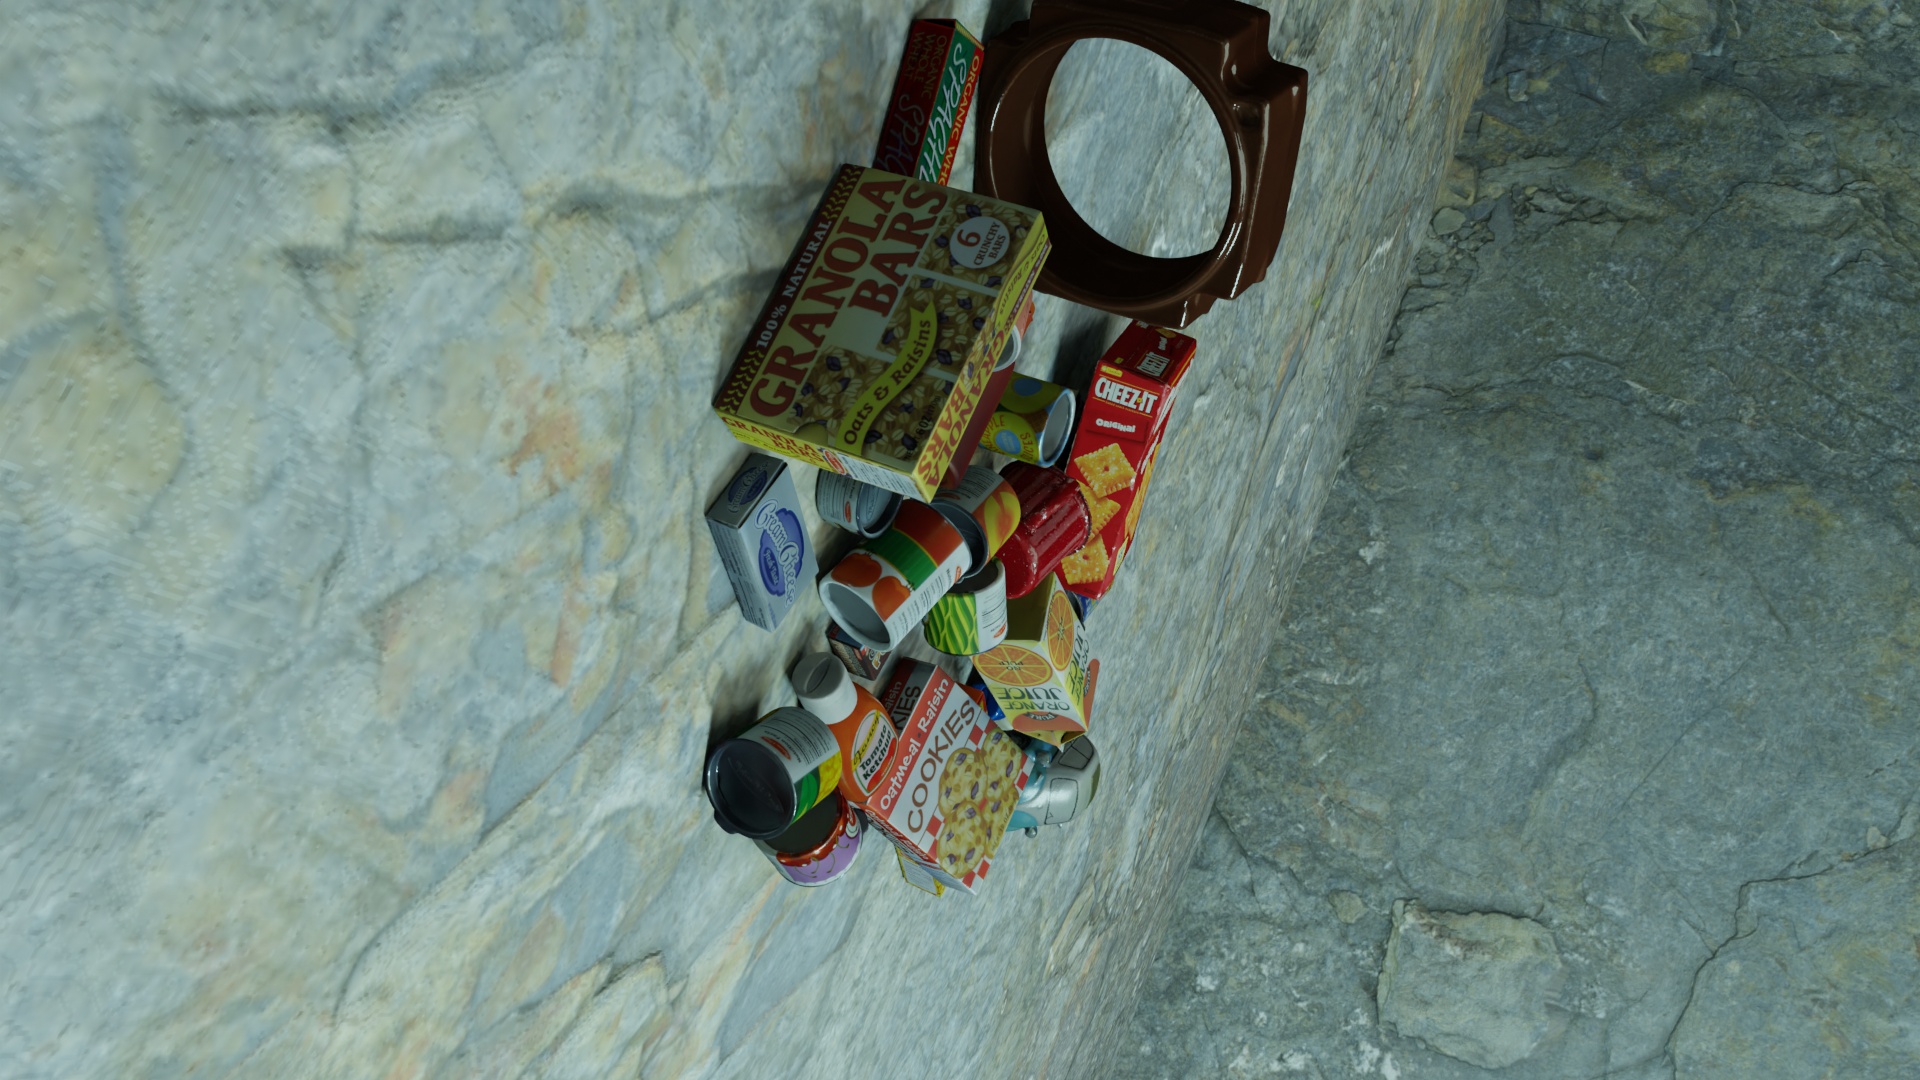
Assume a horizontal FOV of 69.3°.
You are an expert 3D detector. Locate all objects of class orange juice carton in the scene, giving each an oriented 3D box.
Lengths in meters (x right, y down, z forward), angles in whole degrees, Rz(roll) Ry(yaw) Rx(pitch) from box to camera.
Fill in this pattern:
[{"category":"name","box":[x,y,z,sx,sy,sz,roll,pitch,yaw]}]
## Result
[{"category":"orange juice carton","box":[0.070,0.109,1.217,0.192,0.073,0.072,61,35,-47]}]

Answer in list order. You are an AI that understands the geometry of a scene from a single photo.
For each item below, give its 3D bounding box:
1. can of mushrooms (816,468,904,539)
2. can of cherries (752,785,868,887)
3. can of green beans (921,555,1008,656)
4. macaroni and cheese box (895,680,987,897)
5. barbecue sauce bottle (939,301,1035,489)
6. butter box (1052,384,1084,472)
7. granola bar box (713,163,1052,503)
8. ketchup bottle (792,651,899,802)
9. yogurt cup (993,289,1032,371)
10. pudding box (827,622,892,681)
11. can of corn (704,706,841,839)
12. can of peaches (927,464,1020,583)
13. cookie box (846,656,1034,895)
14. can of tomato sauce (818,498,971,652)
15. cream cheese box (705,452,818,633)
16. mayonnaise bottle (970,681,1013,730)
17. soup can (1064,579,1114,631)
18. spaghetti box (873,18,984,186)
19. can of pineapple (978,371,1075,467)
[{"category":"can of mushrooms","box":[-0.061,-0.037,0.893,0.071,0.033,0.070,-50,150,-43]},{"category":"can of cherries","box":[-0.102,0.191,0.935,0.072,0.071,0.058,-61,156,-25]},{"category":"can of green beans","box":[0.002,0.047,1.071,0.071,0.071,0.057,-48,143,-46]},{"category":"macaroni and cheese box","box":[-0.014,0.219,1.219,0.124,0.040,0.165,-57,155,-32]},{"category":"barbecue sauce bottle","box":[0.009,-0.113,0.989,0.149,0.044,0.064,-64,158,-20]},{"category":"butter box","box":[0.079,-0.080,1.219,0.104,0.024,0.053,-66,158,-14]},{"category":"granola bar box","box":[-0.041,-0.116,0.749,0.166,0.124,0.039,-65,158,-16]},{"category":"ketchup bottle","box":[-0.082,0.127,0.967,0.065,0.043,0.148,-61,156,-25]},{"category":"yogurt cup","box":[0.016,-0.156,0.943,0.072,0.072,0.054,82,25,-50]},{"category":"pudding box","box":[-0.058,0.050,0.980,0.084,0.030,0.049,-60,156,-27]},{"category":"can of corn","box":[-0.117,0.145,0.866,0.058,0.071,0.071,-30,135,-60]},{"category":"can of peaches","box":[0.004,-0.013,1.029,0.058,0.071,0.070,-48,149,-47]},{"category":"cookie box","box":[-0.017,0.189,1.105,0.167,0.040,0.123,49,57,-41]},{"category":"can of tomato sauce","box":[-0.045,0.022,0.925,0.083,0.071,0.070,-46,150,-28]},{"category":"cream cheese box","box":[-0.113,0.003,0.809,0.053,0.024,0.103,-58,156,-32]},{"category":"mayonnaise bottle","box":[0.046,0.150,1.307,0.148,0.041,0.064,11,93,-69]},{"category":"soup can","box":[0.104,0.047,1.325,0.084,0.071,0.071,-43,146,-51]},{"category":"spaghetti box","box":[-0.039,-0.183,0.831,0.050,0.029,0.249,-1,108,-68]},{"category":"can of pineapple","box":[0.050,-0.095,1.086,0.071,0.058,0.070,-51,152,-42]}]
